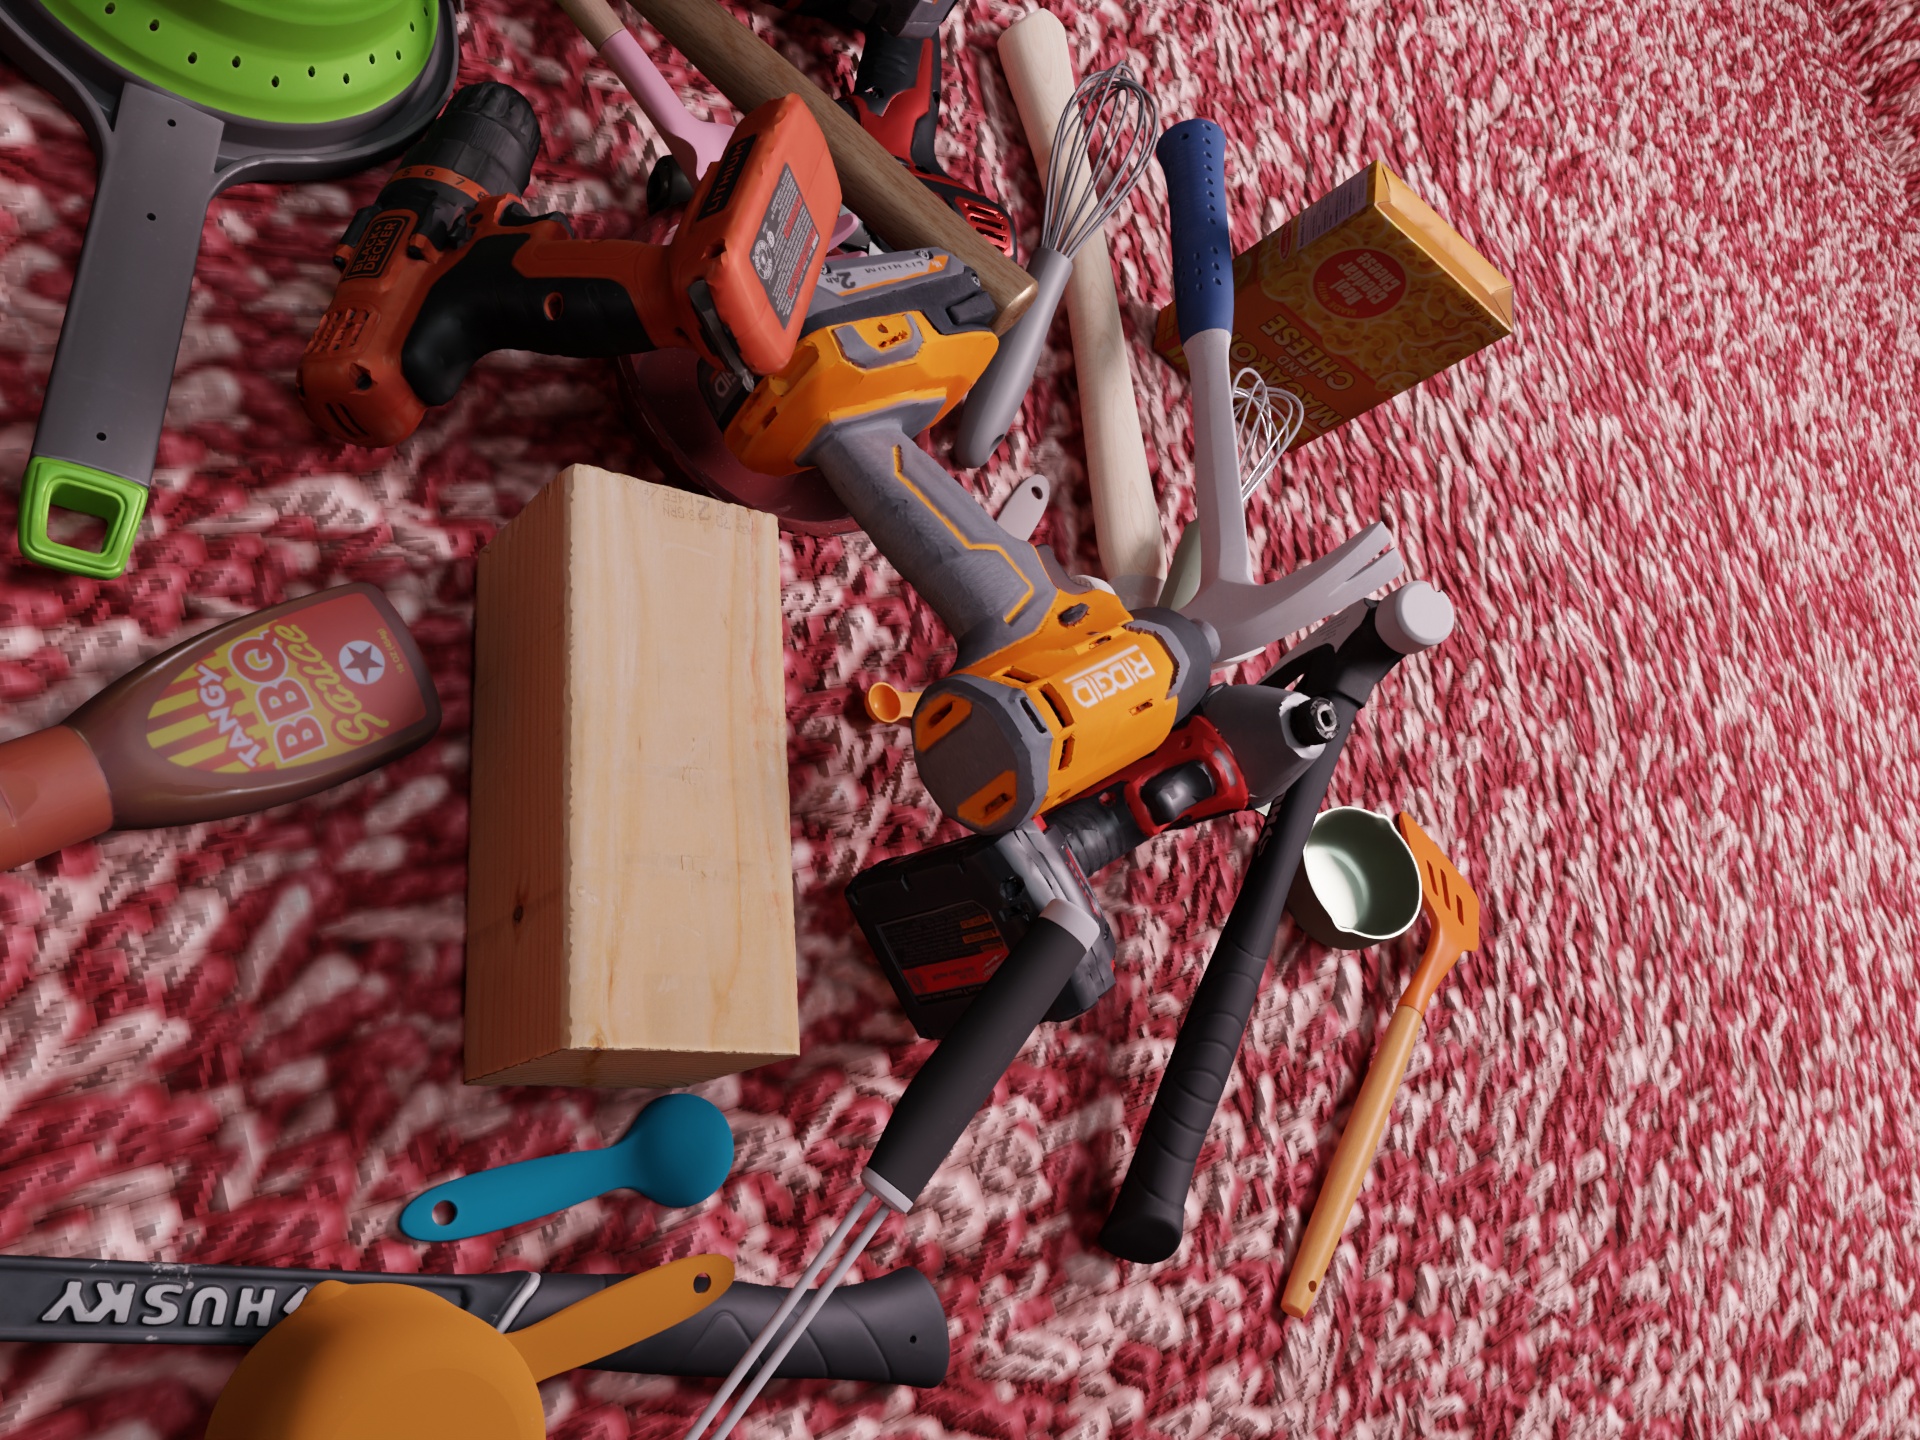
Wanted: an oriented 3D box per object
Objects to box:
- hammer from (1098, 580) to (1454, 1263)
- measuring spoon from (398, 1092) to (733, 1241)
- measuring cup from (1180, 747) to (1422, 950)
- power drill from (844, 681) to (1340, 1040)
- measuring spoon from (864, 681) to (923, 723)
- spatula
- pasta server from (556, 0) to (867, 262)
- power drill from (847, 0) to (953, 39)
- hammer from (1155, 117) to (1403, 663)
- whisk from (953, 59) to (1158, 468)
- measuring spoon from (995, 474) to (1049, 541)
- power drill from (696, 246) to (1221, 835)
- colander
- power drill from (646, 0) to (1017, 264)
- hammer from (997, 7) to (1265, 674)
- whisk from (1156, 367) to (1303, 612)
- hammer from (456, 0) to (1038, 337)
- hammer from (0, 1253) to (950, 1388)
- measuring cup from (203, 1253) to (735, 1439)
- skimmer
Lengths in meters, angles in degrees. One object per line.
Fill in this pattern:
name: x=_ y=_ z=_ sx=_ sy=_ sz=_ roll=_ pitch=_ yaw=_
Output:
hammer: x=0.138 y=0.094 z=0.761 sx=0.035 sy=0.146 sz=0.335 roll=28 pitch=71 yaw=-9
measuring spoon: x=-0.133 y=0.162 z=0.565 sx=0.128 sy=0.021 sz=0.042 roll=-4 pitch=75 yaw=-41
measuring cup: x=0.174 y=0.062 z=0.868 sx=0.167 sy=0.038 sz=0.083 roll=36 pitch=55 yaw=-3
power drill: x=0.068 y=0.048 z=0.704 sx=0.219 sy=0.143 sz=0.078 roll=-32 pitch=97 yaw=-41
measuring spoon: x=-0.001 y=-0.002 z=0.758 sx=0.116 sy=0.011 sz=0.021 roll=7 pitch=66 yaw=-42
spatula: x=0.231 y=0.181 z=0.869 sx=0.081 sy=0.041 sz=0.323 roll=46 pitch=53 yaw=-15
pasta server: x=-0.153 y=-0.302 z=0.641 sx=0.316 sy=0.040 sz=0.060 roll=51 pitch=31 yaw=-11
power drill: x=-0.095 y=-0.381 z=0.673 sx=0.226 sy=0.084 sz=0.186 roll=19 pitch=49 yaw=-24
hammer: x=0.136 y=-0.193 z=0.836 sx=0.035 sy=0.144 sz=0.406 roll=51 pitch=32 yaw=-43
whisk: x=0.047 y=-0.238 z=0.831 sx=0.055 sy=0.055 sz=0.239 roll=28 pitch=79 yaw=-29
measuring spoon: x=0.024 y=-0.090 z=0.808 sx=0.034 sy=0.018 sz=0.124 roll=44 pitch=48 yaw=-17
power drill: x=0.011 y=-0.078 z=0.651 sx=0.164 sy=0.084 sz=0.226 roll=-24 pitch=79 yaw=-44
colander: x=-0.271 y=-0.242 z=0.567 sx=0.204 sy=0.094 sz=0.397 roll=16 pitch=62 yaw=-35
power drill: x=-0.069 y=-0.316 z=0.787 sx=0.187 sy=0.080 sz=0.227 roll=2 pitch=75 yaw=-33
hammer: x=0.082 y=-0.221 z=0.898 sx=0.146 sy=0.038 sz=0.411 roll=10 pitch=64 yaw=-44
whisk: x=0.132 y=-0.102 z=0.833 sx=0.057 sy=0.059 sz=0.246 roll=69 pitch=34 yaw=-43
hammer: x=-0.099 y=-0.290 z=0.708 sx=0.331 sy=0.031 sz=0.130 roll=43 pitch=72 yaw=1
hammer: x=-0.165 y=0.195 z=0.508 sx=0.408 sy=0.036 sz=0.149 roll=19 pitch=71 yaw=-36
measuring cup: x=-0.131 y=0.202 z=0.478 sx=0.173 sy=0.052 sz=0.095 roll=-13 pitch=93 yaw=-38
skimmer: x=-0.042 y=0.216 z=0.513 sx=0.363 sy=0.090 sz=0.127 roll=-52 pitch=131 yaw=-18
